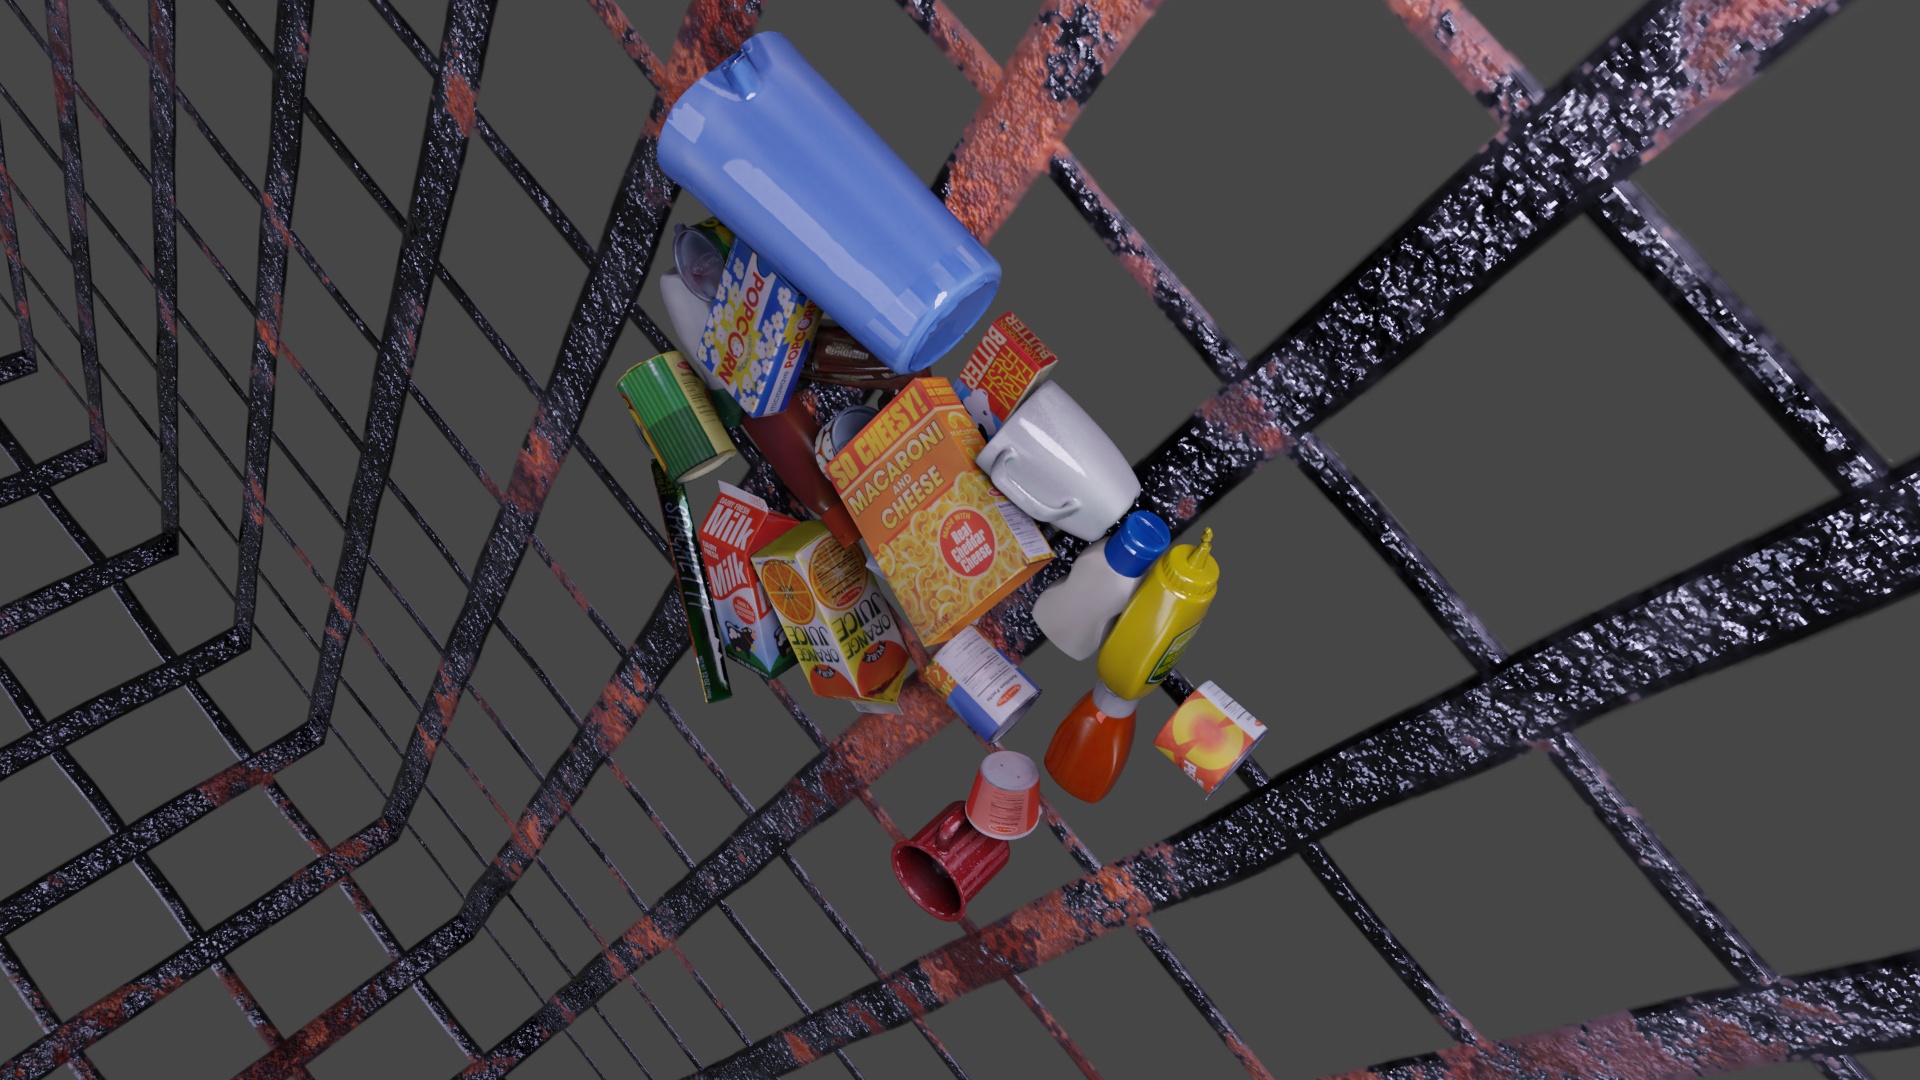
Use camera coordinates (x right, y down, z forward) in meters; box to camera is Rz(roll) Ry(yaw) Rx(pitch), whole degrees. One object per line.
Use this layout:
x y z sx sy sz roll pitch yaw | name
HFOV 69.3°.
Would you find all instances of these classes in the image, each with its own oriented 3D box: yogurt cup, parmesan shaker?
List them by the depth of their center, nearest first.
-0.254 -0.108 1.238 0.071 0.071 0.103 -34 85 52 | parmesan shaker
0.041 0.227 1.253 0.072 0.073 0.053 28 127 29 | yogurt cup

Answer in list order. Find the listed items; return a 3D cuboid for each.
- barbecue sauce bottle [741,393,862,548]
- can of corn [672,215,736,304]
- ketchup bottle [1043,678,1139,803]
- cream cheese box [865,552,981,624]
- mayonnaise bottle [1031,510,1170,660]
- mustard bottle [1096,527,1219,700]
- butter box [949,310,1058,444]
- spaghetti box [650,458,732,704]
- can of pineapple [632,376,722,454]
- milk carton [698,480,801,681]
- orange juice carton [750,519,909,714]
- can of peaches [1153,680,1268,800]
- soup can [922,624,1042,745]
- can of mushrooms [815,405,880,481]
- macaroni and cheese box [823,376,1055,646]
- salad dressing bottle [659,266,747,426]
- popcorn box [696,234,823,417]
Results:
-0.131 -0.062 1.231 0.148 0.044 0.064 55 141 -2 | barbecue sauce bottle
-0.196 -0.240 1.153 0.071 0.058 0.070 26 134 31 | can of corn
0.115 0.152 1.136 0.065 0.044 0.148 37 139 19 | ketchup bottle
-0.028 0.037 1.170 0.053 0.024 0.103 12 162 42 | cream cheese box
0.109 0.032 1.055 0.065 0.041 0.147 45 140 9 | mayonnaise bottle
0.150 0.050 1.009 0.049 0.065 0.159 43 137 21 | mustard bottle
0.029 -0.119 1.038 0.053 0.024 0.103 46 141 9 | butter box
-0.268 0.038 1.386 0.050 0.029 0.250 166 91 -79 | spaghetti box
-0.267 -0.116 1.318 0.071 0.058 0.070 26 134 30 | can of pineapple
-0.194 0.032 1.341 0.072 0.074 0.189 21 131 37 | milk carton
-0.112 0.080 1.292 0.071 0.073 0.192 -4 115 47 | orange juice carton
0.185 0.149 1.039 0.058 0.071 0.070 42 140 17 | can of peaches
0.018 0.125 1.198 0.084 0.072 0.071 44 141 13 | soup can
-0.084 -0.074 1.153 0.071 0.071 0.033 56 142 -3 | can of mushrooms
-0.019 -0.022 1.058 0.123 0.040 0.167 -40 73 34 | macaroni and cheese box
-0.220 -0.174 1.240 0.064 0.044 0.147 6 123 41 | salad dressing bottle
-0.159 -0.173 1.112 0.085 0.038 0.126 48 131 25 | popcorn box
